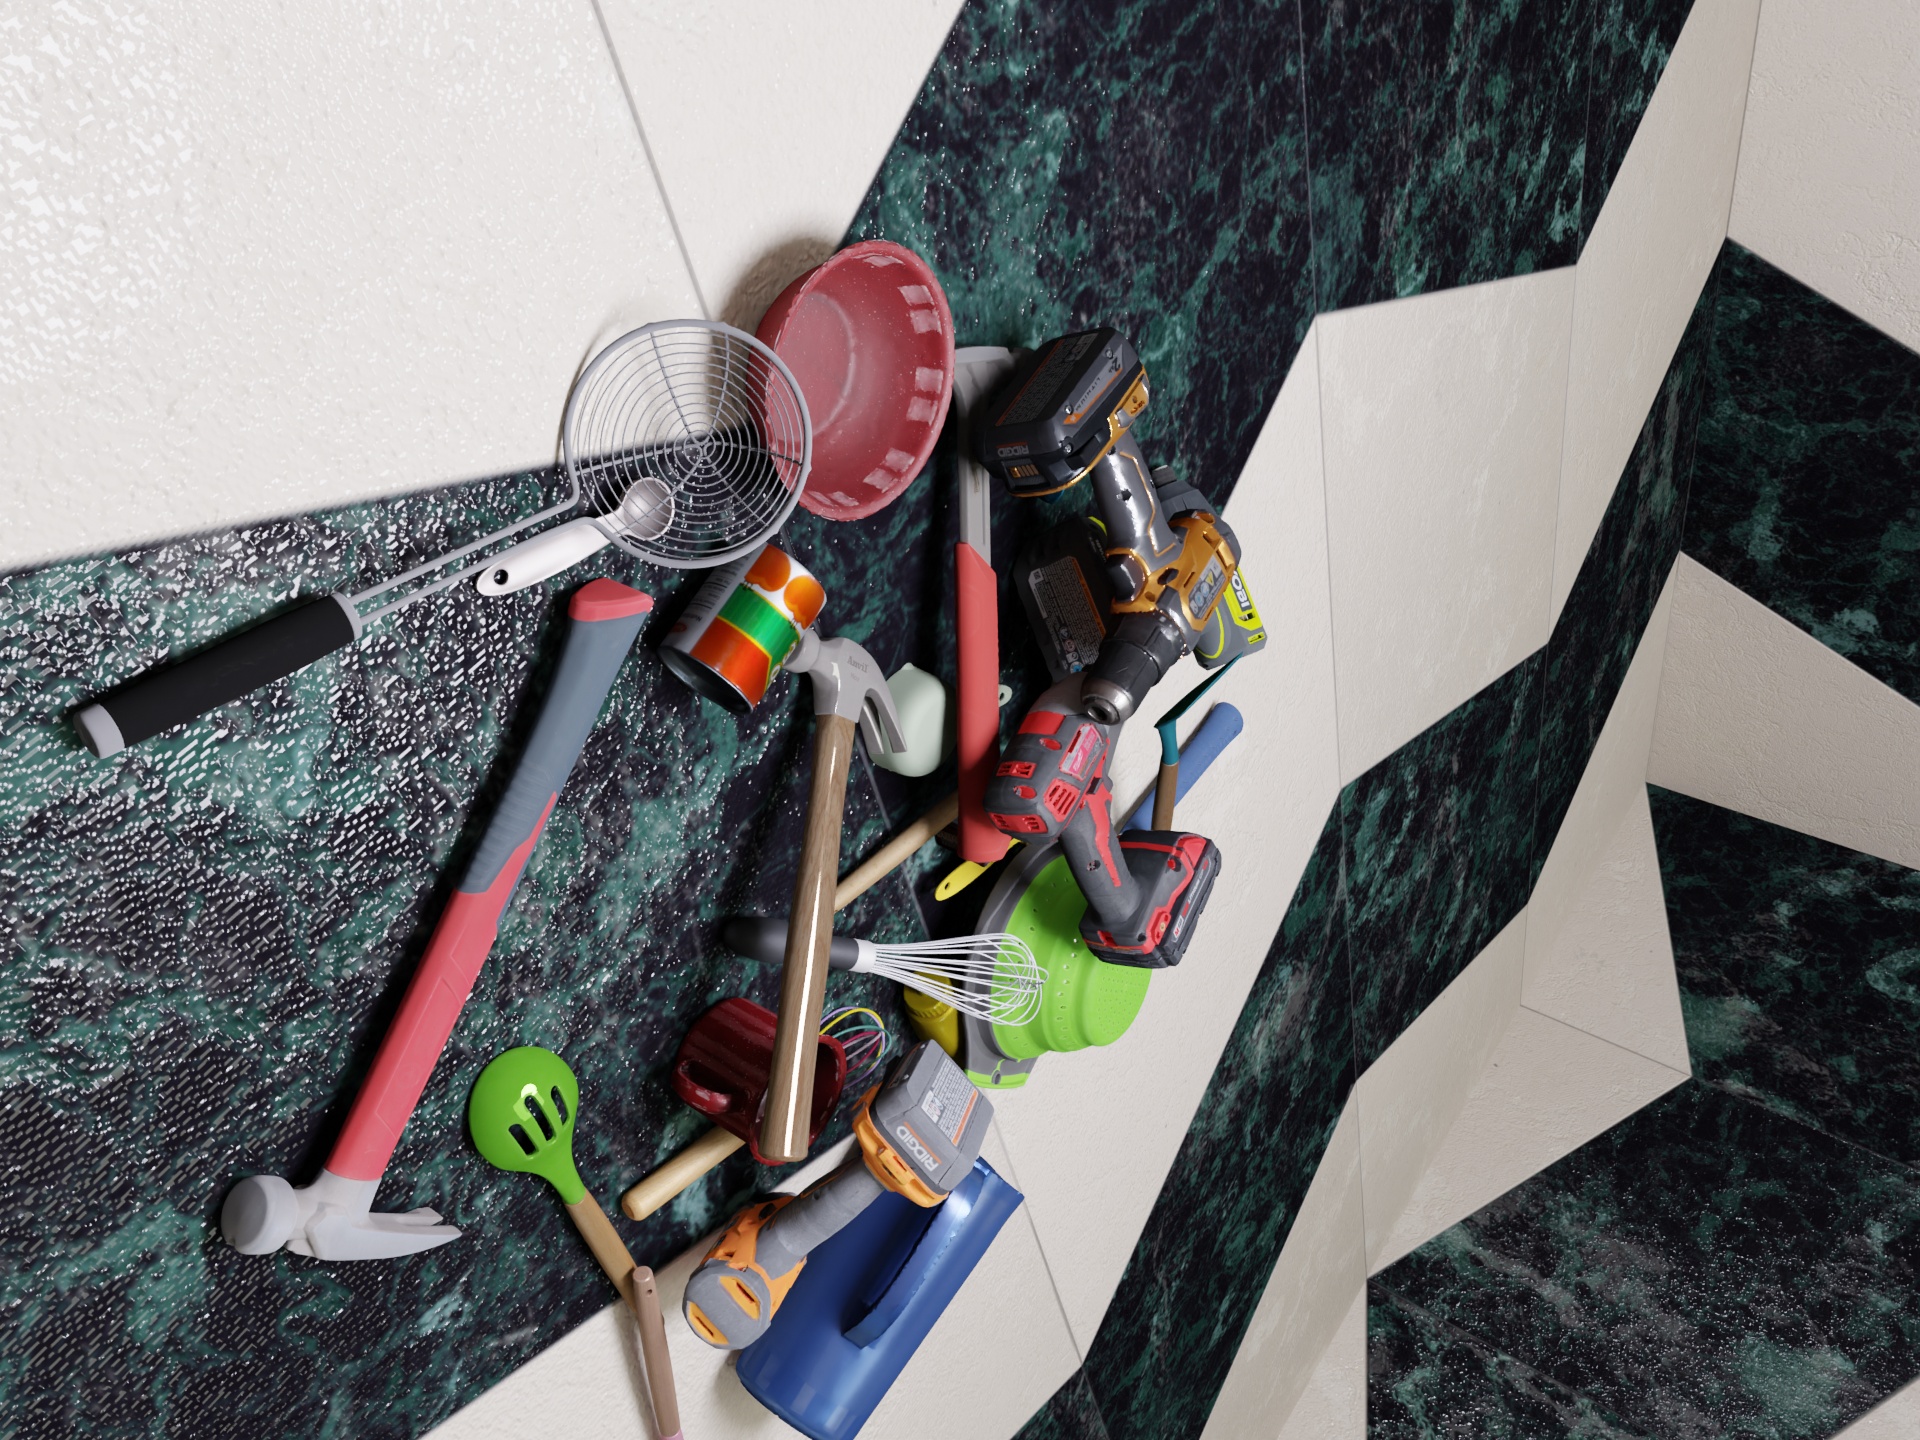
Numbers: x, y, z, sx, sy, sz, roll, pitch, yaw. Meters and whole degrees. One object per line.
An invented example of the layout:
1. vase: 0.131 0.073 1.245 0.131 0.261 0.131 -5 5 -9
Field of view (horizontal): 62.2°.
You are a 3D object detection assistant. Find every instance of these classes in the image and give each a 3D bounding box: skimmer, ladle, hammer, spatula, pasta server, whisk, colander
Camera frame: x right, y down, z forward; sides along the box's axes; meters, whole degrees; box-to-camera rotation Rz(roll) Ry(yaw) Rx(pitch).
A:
1. skimmer: -0.228 -0.083 0.746 0.363 0.090 0.127 -35 97 -37
2. ladle: -0.001 0.046 1.205 0.320 0.062 0.078 -38 165 -29
3. hammer: -0.253 0.107 0.866 0.143 0.038 0.386 32 81 -58
4. hammer: 0.005 -0.073 1.093 0.149 0.037 0.359 -20 114 -50
5. hammer: 0.144 0.125 1.462 0.405 0.035 0.143 -45 141 -32
6. spatula: 0.184 0.054 1.353 0.082 0.044 0.317 -43 152 -27
7. pasta server: -0.207 0.498 1.141 0.060 0.040 0.316 -24 132 -30
8. hammer: -0.092 0.111 1.020 0.130 0.031 0.331 23 70 -57
9. whisk: -0.138 0.280 1.133 0.245 0.051 0.047 -31 138 -40
10. colander: 0.118 0.122 1.301 0.204 0.094 0.397 23 82 -58
11. whisk: -0.047 0.173 1.134 0.284 0.070 0.070 16 95 -37

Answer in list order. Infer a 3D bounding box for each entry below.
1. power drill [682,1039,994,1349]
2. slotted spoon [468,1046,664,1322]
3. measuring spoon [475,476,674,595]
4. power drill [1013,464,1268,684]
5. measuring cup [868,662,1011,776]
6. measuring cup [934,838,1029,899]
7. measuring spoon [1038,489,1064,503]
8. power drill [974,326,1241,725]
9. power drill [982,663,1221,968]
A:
1. power drill: -0.085 0.328 1.120 0.226 0.084 0.164 -42 180 13
2. slotted spoon: -0.238 0.316 1.020 0.070 0.031 0.313 -44 142 -30
3. measuring spoon: -0.206 -0.096 0.845 0.124 0.018 0.034 -33 124 -33
4. power drill: 0.146 -0.110 1.256 0.223 0.080 0.171 -21 89 -49
5. measuring cup: -0.002 -0.004 1.168 0.167 0.038 0.083 -14 119 -50
6. measuring cup: 0.023 0.095 1.276 0.156 0.029 0.062 -36 135 -37
7. measuring spoon: 0.084 -0.202 1.209 0.129 0.021 0.042 -43 140 -48
8. power drill: 0.098 -0.125 1.080 0.226 0.084 0.185 55 54 -31
9. power drill: 0.105 0.070 1.163 0.219 0.078 0.143 55 51 -36
